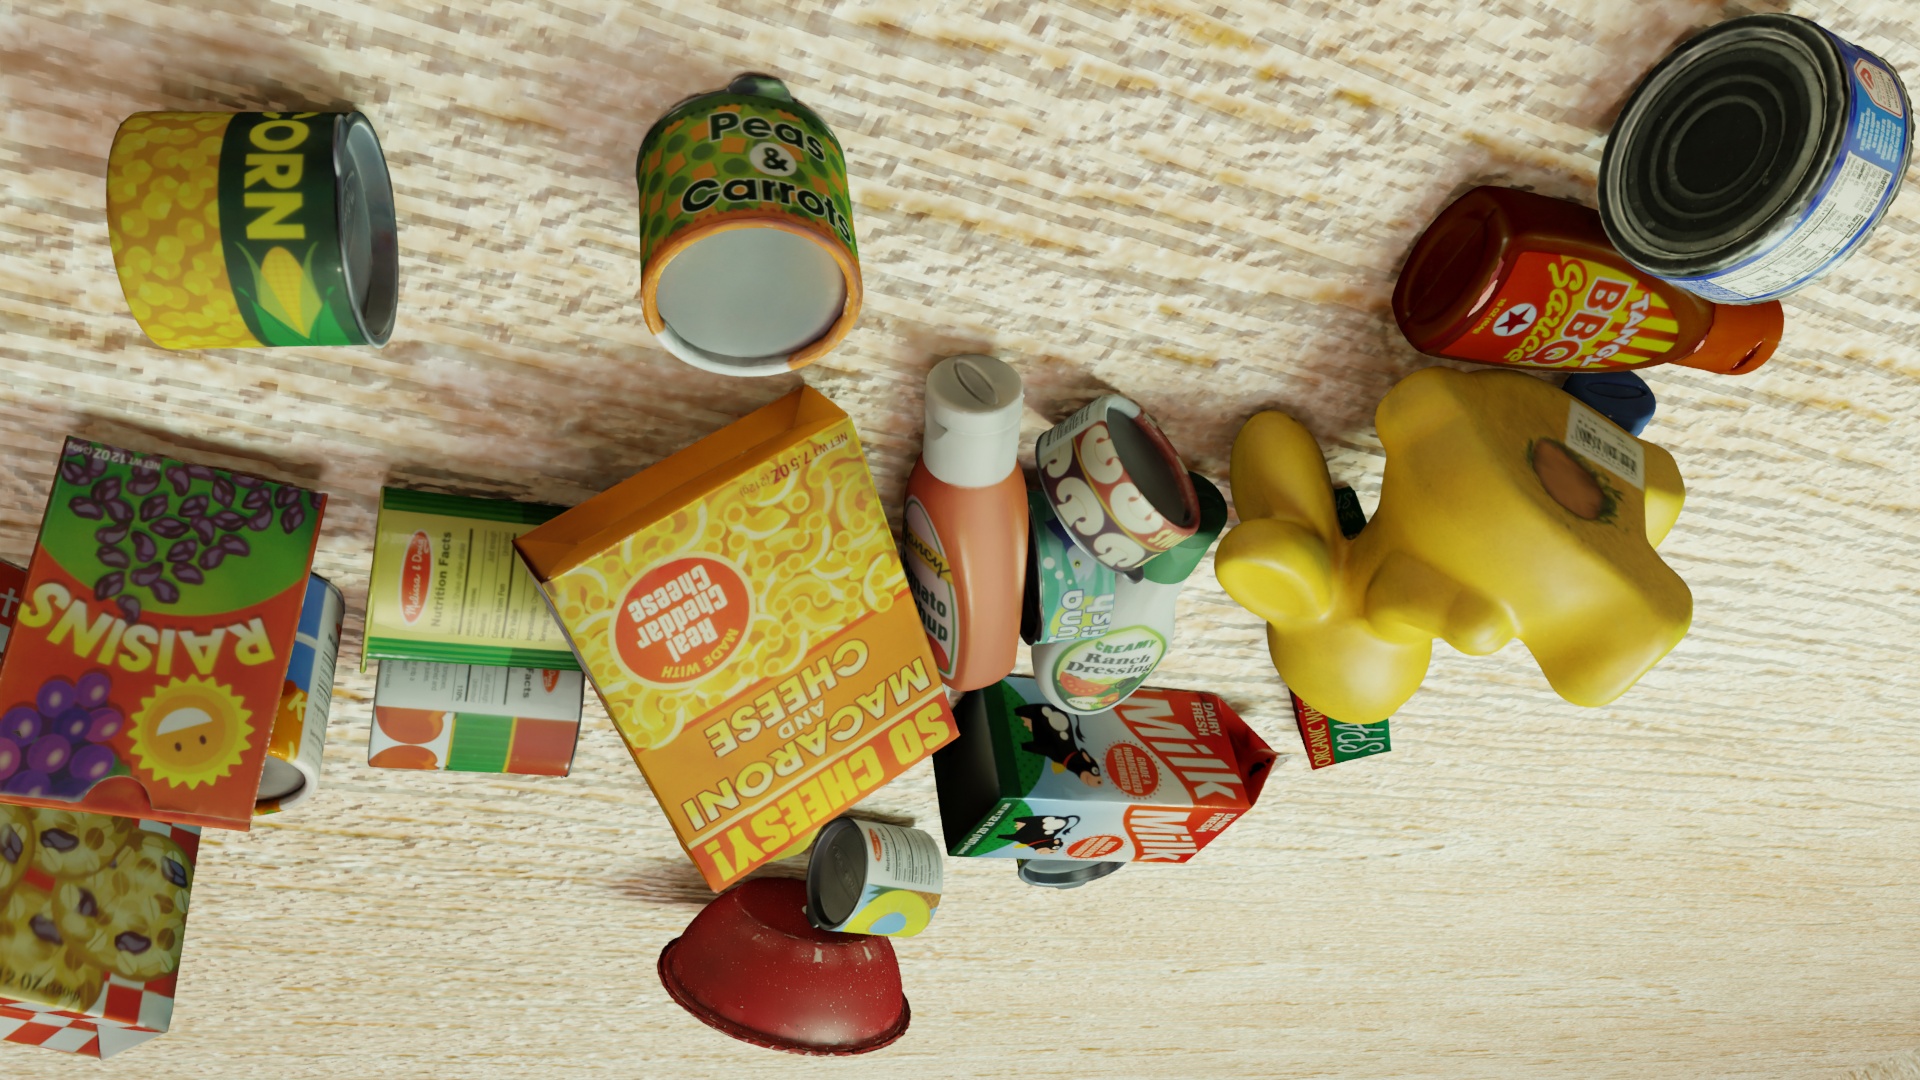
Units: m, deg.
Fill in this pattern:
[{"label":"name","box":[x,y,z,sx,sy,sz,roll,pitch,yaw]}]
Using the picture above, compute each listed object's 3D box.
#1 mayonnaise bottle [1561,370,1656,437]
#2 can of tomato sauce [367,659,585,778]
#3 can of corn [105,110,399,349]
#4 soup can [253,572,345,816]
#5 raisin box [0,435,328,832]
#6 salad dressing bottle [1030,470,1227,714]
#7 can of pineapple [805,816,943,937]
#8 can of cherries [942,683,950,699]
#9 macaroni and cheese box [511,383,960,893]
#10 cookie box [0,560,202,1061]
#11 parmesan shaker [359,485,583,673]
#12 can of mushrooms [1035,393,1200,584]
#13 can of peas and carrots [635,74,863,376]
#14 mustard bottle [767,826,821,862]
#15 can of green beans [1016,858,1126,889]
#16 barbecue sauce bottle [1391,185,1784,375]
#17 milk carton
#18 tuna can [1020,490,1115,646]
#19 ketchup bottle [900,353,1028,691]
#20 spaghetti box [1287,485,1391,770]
[{"label":"mayonnaise bottle","box":[0.257,-0.018,0.626,0.065,0.041,0.147,2,142,-11]},{"label":"can of tomato sauce","box":[-0.211,0.070,0.608,0.083,0.071,0.070,7,142,-21]},{"label":"can of corn","box":[-0.196,-0.088,0.389,0.058,0.071,0.070,-3,144,-10]},{"label":"soup can","box":[-0.291,0.060,0.559,0.071,0.084,0.071,-6,145,-4]},{"label":"raisin box","box":[-0.283,0.035,0.488,0.086,0.123,0.040,16,161,-32]},{"label":"salad dressing bottle","box":[0.077,0.026,0.639,0.064,0.044,0.146,3,143,-16]},{"label":"can of pineapple","box":[-0.053,0.205,0.838,0.058,0.071,0.070,18,136,-34]},{"label":"can of cherries","box":[-0.048,0.065,0.647,0.058,0.072,0.071,17,137,-34]},{"label":"macaroni and cheese box","box":[-0.078,0.041,0.539,0.124,0.040,0.165,-31,128,-18]},{"label":"cookie box","box":[-0.353,0.097,0.524,0.040,0.168,0.122,-26,142,17]},{"label":"parmesan shaker","box":[-0.176,0.020,0.544,0.103,0.071,0.071,7,142,-23]},{"label":"can of mushrooms","box":[0.064,-0.021,0.547,0.033,0.071,0.071,-33,139,27]},{"label":"can of peas and carrots","box":[-0.064,-0.094,0.422,0.071,0.059,0.070,-7,145,-5]},{"label":"mustard bottle","box":[-0.094,0.126,0.718,0.065,0.049,0.159,5,150,-22]},{"label":"can of green beans","box":[0.061,0.164,0.817,0.071,0.058,0.071,-7,145,-5]},{"label":"barbecue sauce bottle","box":[0.239,-0.089,0.517,0.149,0.044,0.064,6,140,-22]},{"label":"milk carton","box":[0.087,0.128,0.759,0.191,0.074,0.072,8,141,-24]},{"label":"tuna can","box":[0.042,0.012,0.587,0.033,0.071,0.070,-5,145,-9]},{"label":"ketchup bottle","box":[0.002,-0.007,0.562,0.044,0.065,0.148,-20,140,-23]},{"label":"spaghetti box","box":[0.192,0.055,0.723,0.050,0.029,0.249,-16,144,10]}]
